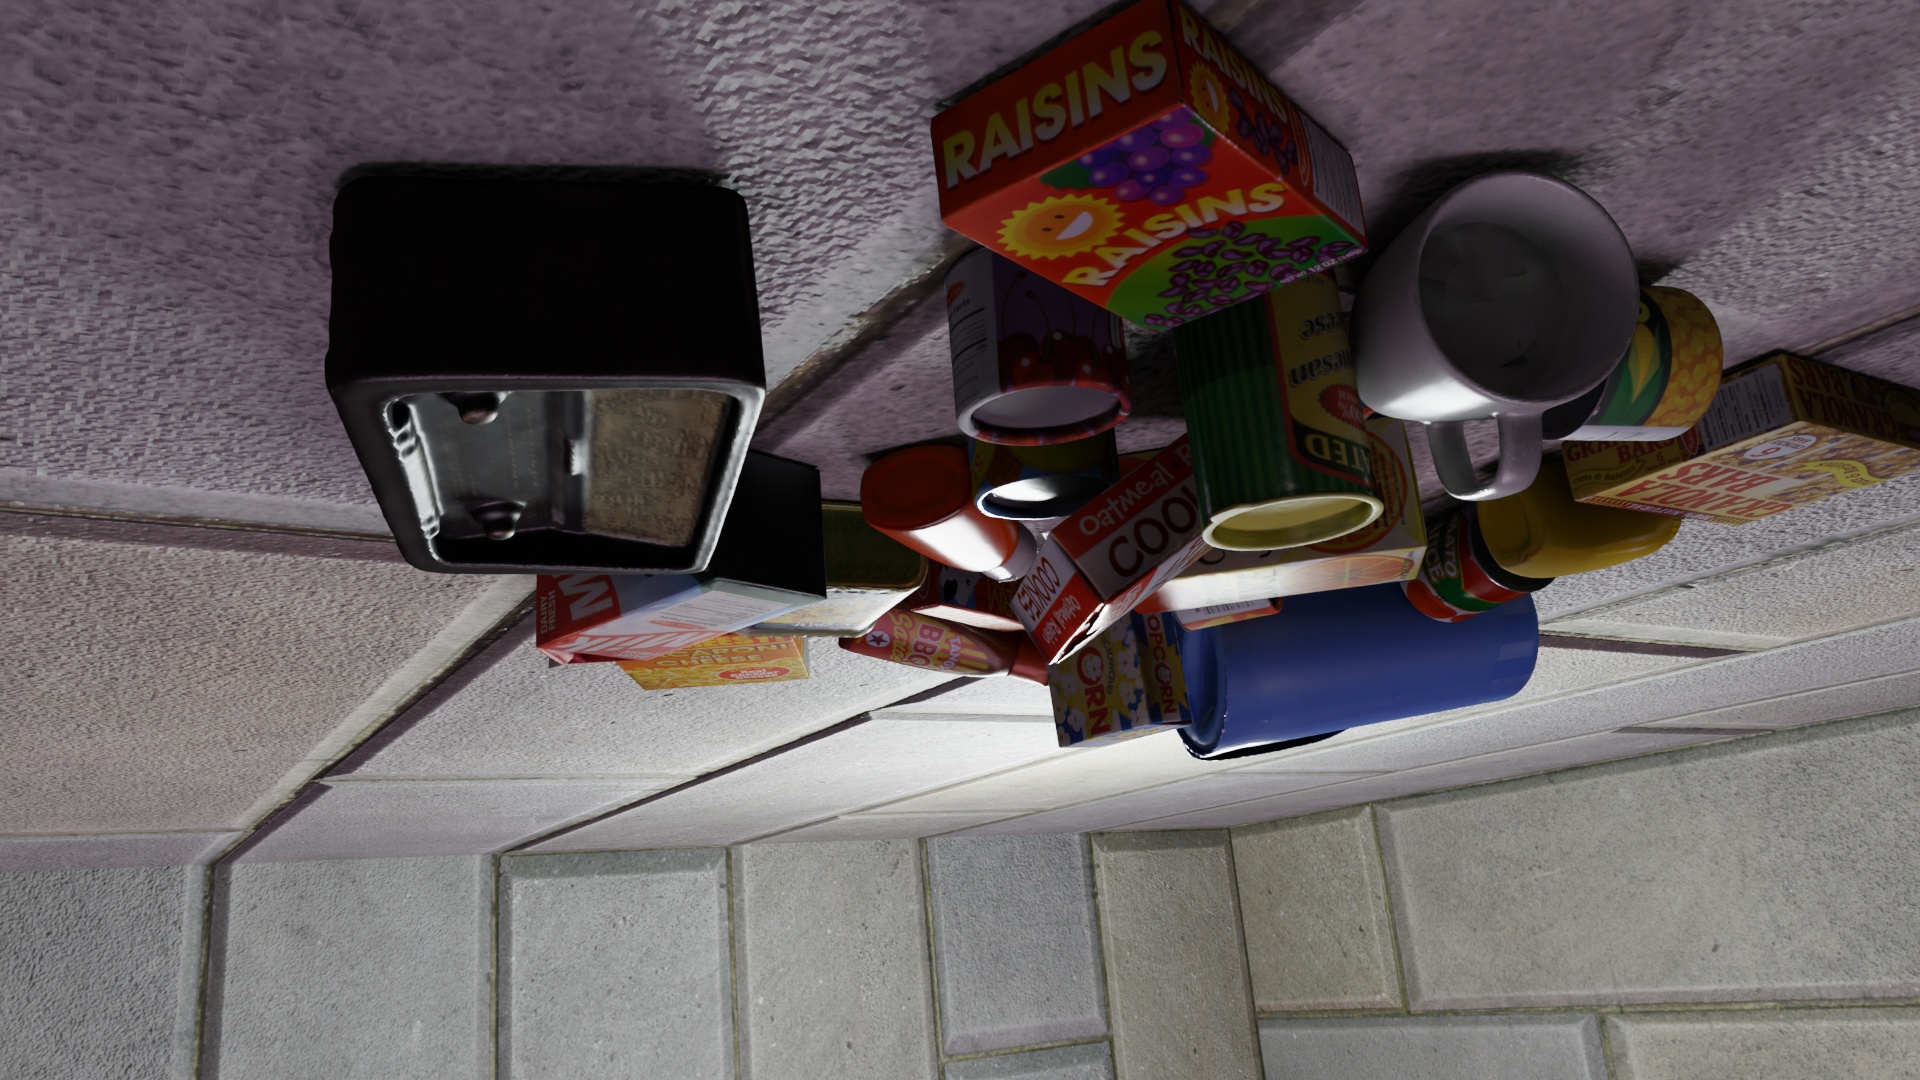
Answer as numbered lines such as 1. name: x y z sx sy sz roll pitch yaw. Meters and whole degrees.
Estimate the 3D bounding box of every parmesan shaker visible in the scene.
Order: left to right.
1. parmesan shaker: 0.116 -0.055 0.527 0.071 0.103 0.071 -5 163 -1

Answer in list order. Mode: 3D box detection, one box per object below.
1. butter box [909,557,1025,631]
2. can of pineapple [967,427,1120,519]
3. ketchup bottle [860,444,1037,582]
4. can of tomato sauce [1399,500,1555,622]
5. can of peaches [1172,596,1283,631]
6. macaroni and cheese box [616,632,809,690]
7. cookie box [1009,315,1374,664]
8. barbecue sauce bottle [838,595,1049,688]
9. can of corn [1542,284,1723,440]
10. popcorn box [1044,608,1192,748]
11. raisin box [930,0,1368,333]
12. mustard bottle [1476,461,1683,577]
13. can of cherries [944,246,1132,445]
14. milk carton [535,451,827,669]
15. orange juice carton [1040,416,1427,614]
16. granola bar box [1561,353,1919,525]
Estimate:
1. butter box: 0.007 0.023 0.841 0.024 0.053 0.103 -14 161 33
2. can of pineapple: 0.034 -0.045 0.612 0.071 0.058 0.071 -5 163 -1
3. ketchup bottle: 0.003 -0.009 0.748 0.064 0.043 0.148 -10 163 18
4. can of tomato sauce: 0.325 0.010 0.878 0.071 0.071 0.082 -1 163 -14
5. can of peaches: 0.161 0.017 0.851 0.058 0.071 0.071 -14 161 26
6. macaroni and cheese box: -0.172 0.066 0.952 0.124 0.040 0.166 -4 164 -3
7. cookie box: 0.105 -0.017 0.618 0.168 0.040 0.122 -35 170 -14
8. barbecue sauce bottle: -0.001 0.061 0.904 0.148 0.044 0.064 16 135 -9
9. can of corn: 0.268 -0.076 0.575 0.058 0.071 0.071 0 162 -18
10. popcorn box: 0.091 0.060 0.861 0.038 0.127 0.085 3 162 -38
11. raisin box: 0.062 -0.111 0.434 0.086 0.040 0.123 -17 161 36
12. mustard bottle: 0.380 -0.012 0.825 0.160 0.065 0.048 -1 159 -28
13. can of cherries: 0.032 -0.073 0.519 0.071 0.058 0.071 -4 163 -1
14. milk carton: -0.163 0.015 0.729 0.190 0.072 0.073 -20 158 37
15. orange juice carton: 0.142 -0.008 0.744 0.193 0.073 0.071 -8 163 11
16. granola bar box: 0.432 -0.050 0.755 0.166 0.039 0.123 5 160 -33
